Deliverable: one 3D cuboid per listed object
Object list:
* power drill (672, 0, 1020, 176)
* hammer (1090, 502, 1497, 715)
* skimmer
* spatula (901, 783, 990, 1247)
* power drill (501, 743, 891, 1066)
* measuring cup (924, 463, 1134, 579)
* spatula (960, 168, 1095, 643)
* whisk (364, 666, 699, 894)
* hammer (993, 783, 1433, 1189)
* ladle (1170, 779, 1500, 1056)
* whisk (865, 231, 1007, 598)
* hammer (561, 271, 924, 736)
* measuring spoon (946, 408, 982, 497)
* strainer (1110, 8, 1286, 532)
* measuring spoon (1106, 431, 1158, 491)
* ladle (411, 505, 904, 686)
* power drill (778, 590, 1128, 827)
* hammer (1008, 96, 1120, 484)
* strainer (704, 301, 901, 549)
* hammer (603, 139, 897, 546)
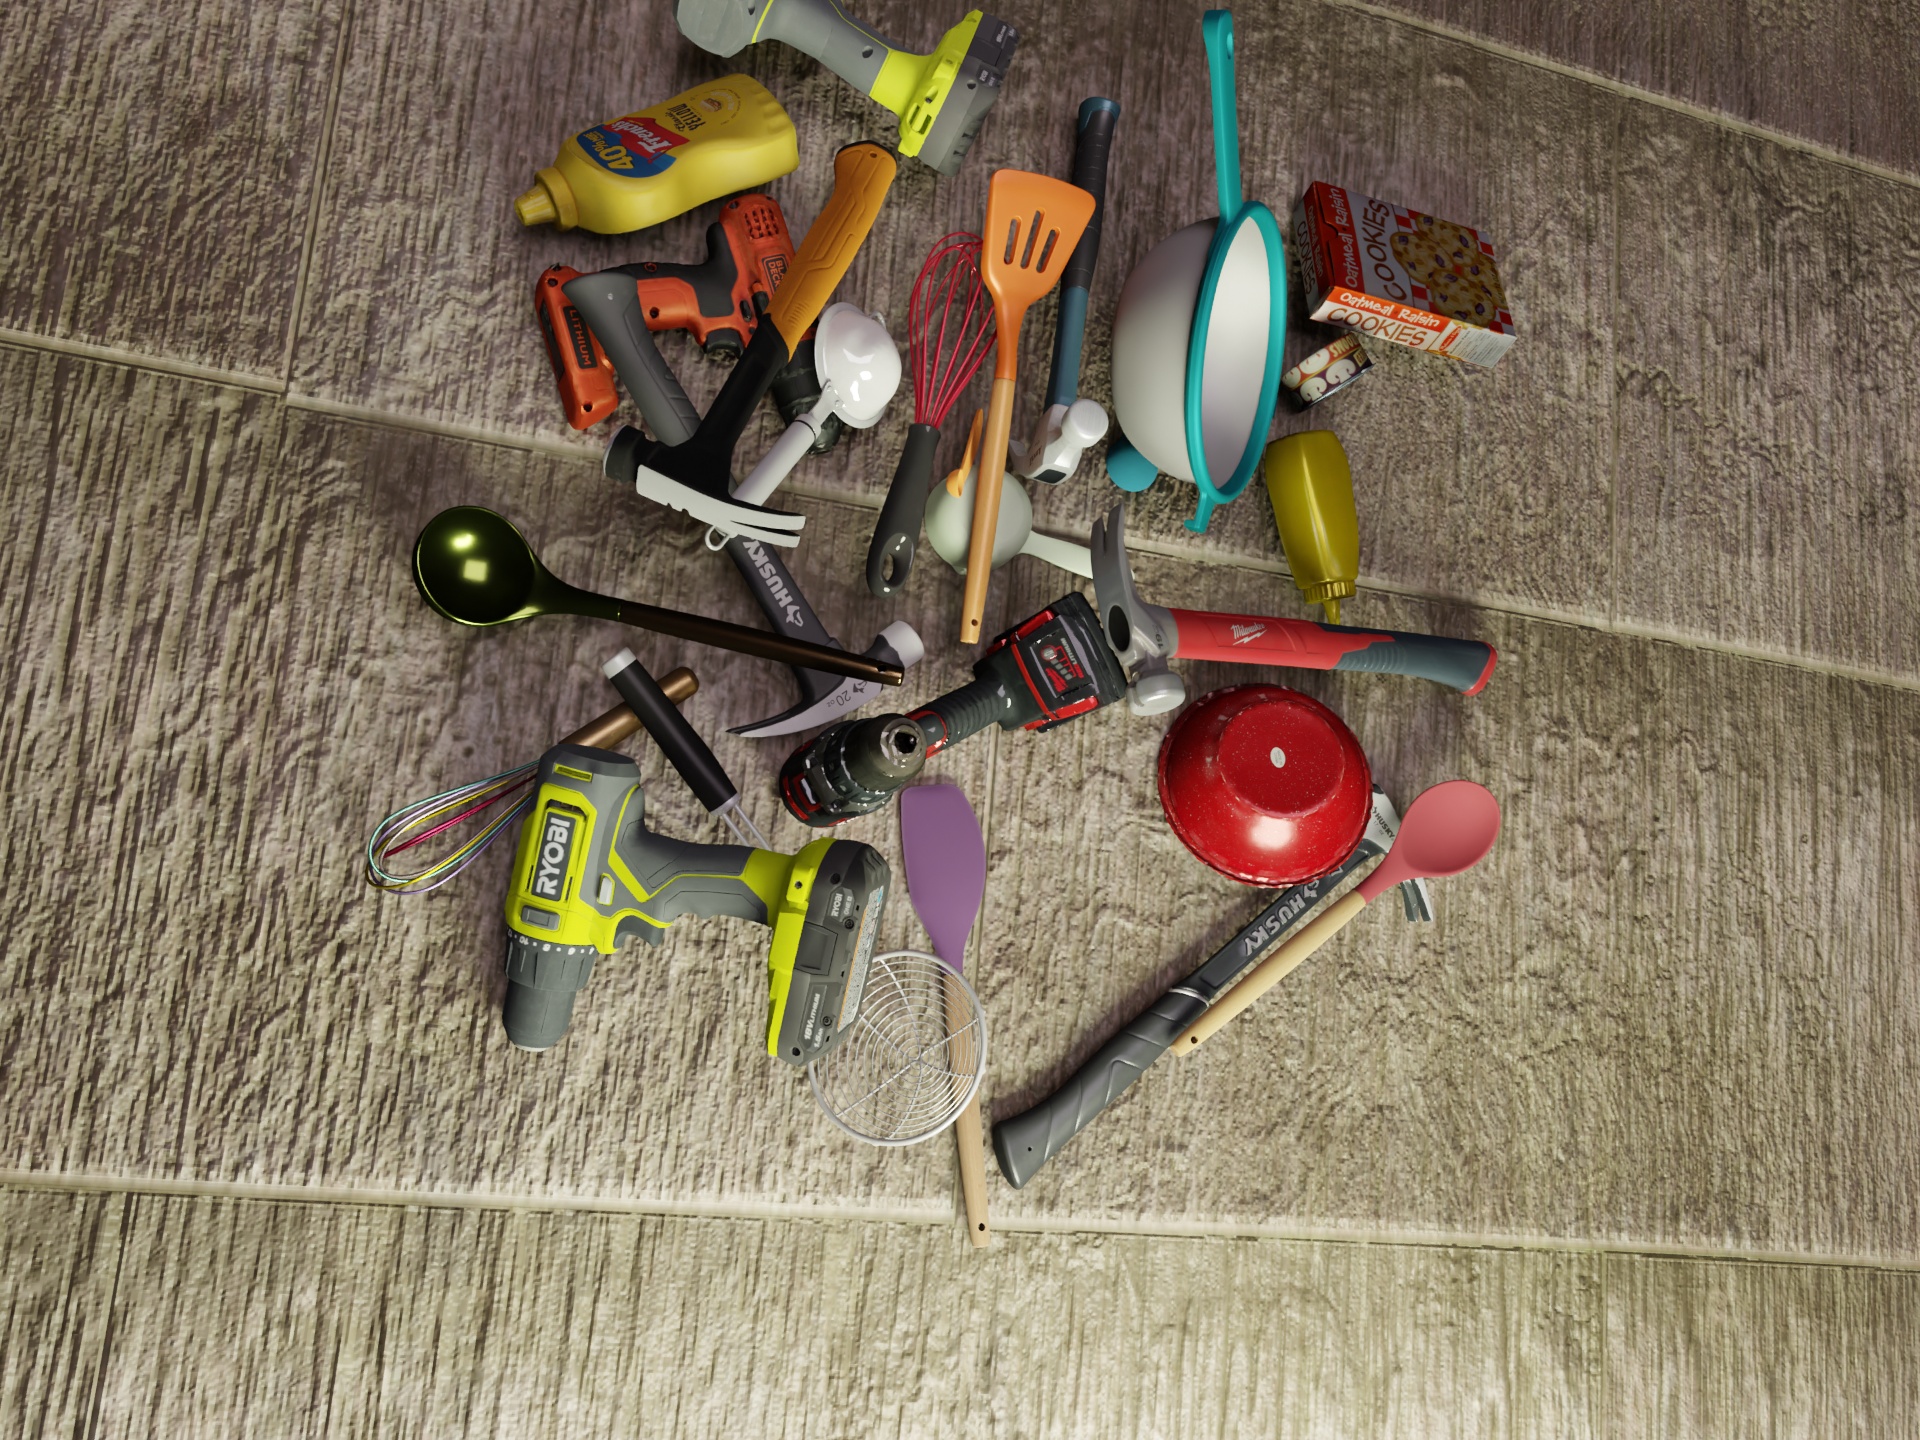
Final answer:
[{"bbox_3d":[-0.077,-0.499,1.138,0.223,0.080,0.171,26,48,-11],"label":"power drill"},{"bbox_3d":[0.256,-0.069,1.159,0.386,0.038,0.143,2,67,-36],"label":"hammer"},{"bbox_3d":[-0.117,0.108,1.024,0.127,0.090,0.363,-35,99,5],"label":"skimmer"},{"bbox_3d":[0.000,0.201,1.100,0.059,0.018,0.316,-3,82,-17],"label":"spatula"},{"bbox_3d":[-0.172,0.131,0.981,0.228,0.080,0.190,14,94,10],"label":"power drill"},{"bbox_3d":[0.057,-0.134,1.159,0.167,0.038,0.083,18,76,-13],"label":"measuring cup"},{"bbox_3d":[0.031,-0.214,1.107,0.081,0.041,0.322,8,90,-24],"label":"spatula"},{"bbox_3d":[-0.274,0.032,1.025,0.245,0.047,0.051,-35,106,-24],"label":"whisk"},{"bbox_3d":[0.182,0.192,1.154,0.409,0.036,0.149,-38,95,-19],"label":"hammer"},{"bbox_3d":[0.273,0.145,1.159,0.315,0.031,0.069,-35,96,-17],"label":"ladle"},{"bbox_3d":[-0.020,-0.220,1.122,0.073,0.073,0.296,19,71,-15],"label":"whisk"},{"bbox_3d":[-0.162,-0.143,1.054,0.146,0.035,0.334,-36,107,-19],"label":"hammer"},{"bbox_3d":[0.003,-0.193,1.133,0.011,0.021,0.117,3,38,9],"label":"measuring spoon"},{"bbox_3d":[0.154,-0.316,1.112,0.211,0.095,0.340,-55,145,-42],"label":"strainer"},{"bbox_3d":[0.136,-0.239,1.210,0.042,0.021,0.129,6,81,-18],"label":"measuring spoon"},{"bbox_3d":[-0.191,-0.068,1.011,0.320,0.062,0.078,14,71,4],"label":"ladle"},{"bbox_3d":[-0.002,-0.003,1.045,0.226,0.188,0.080,-27,90,-24],"label":"power drill"},{"bbox_3d":[0.086,-0.323,1.168,0.033,0.128,0.331,14,68,-15],"label":"hammer"},{"bbox_3d":[-0.097,-0.198,1.059,0.258,0.050,0.086,-57,133,-33],"label":"strainer"},{"bbox_3d":[-0.106,-0.262,1.044,0.127,0.034,0.337,23,60,-2],"label":"hammer"}]
